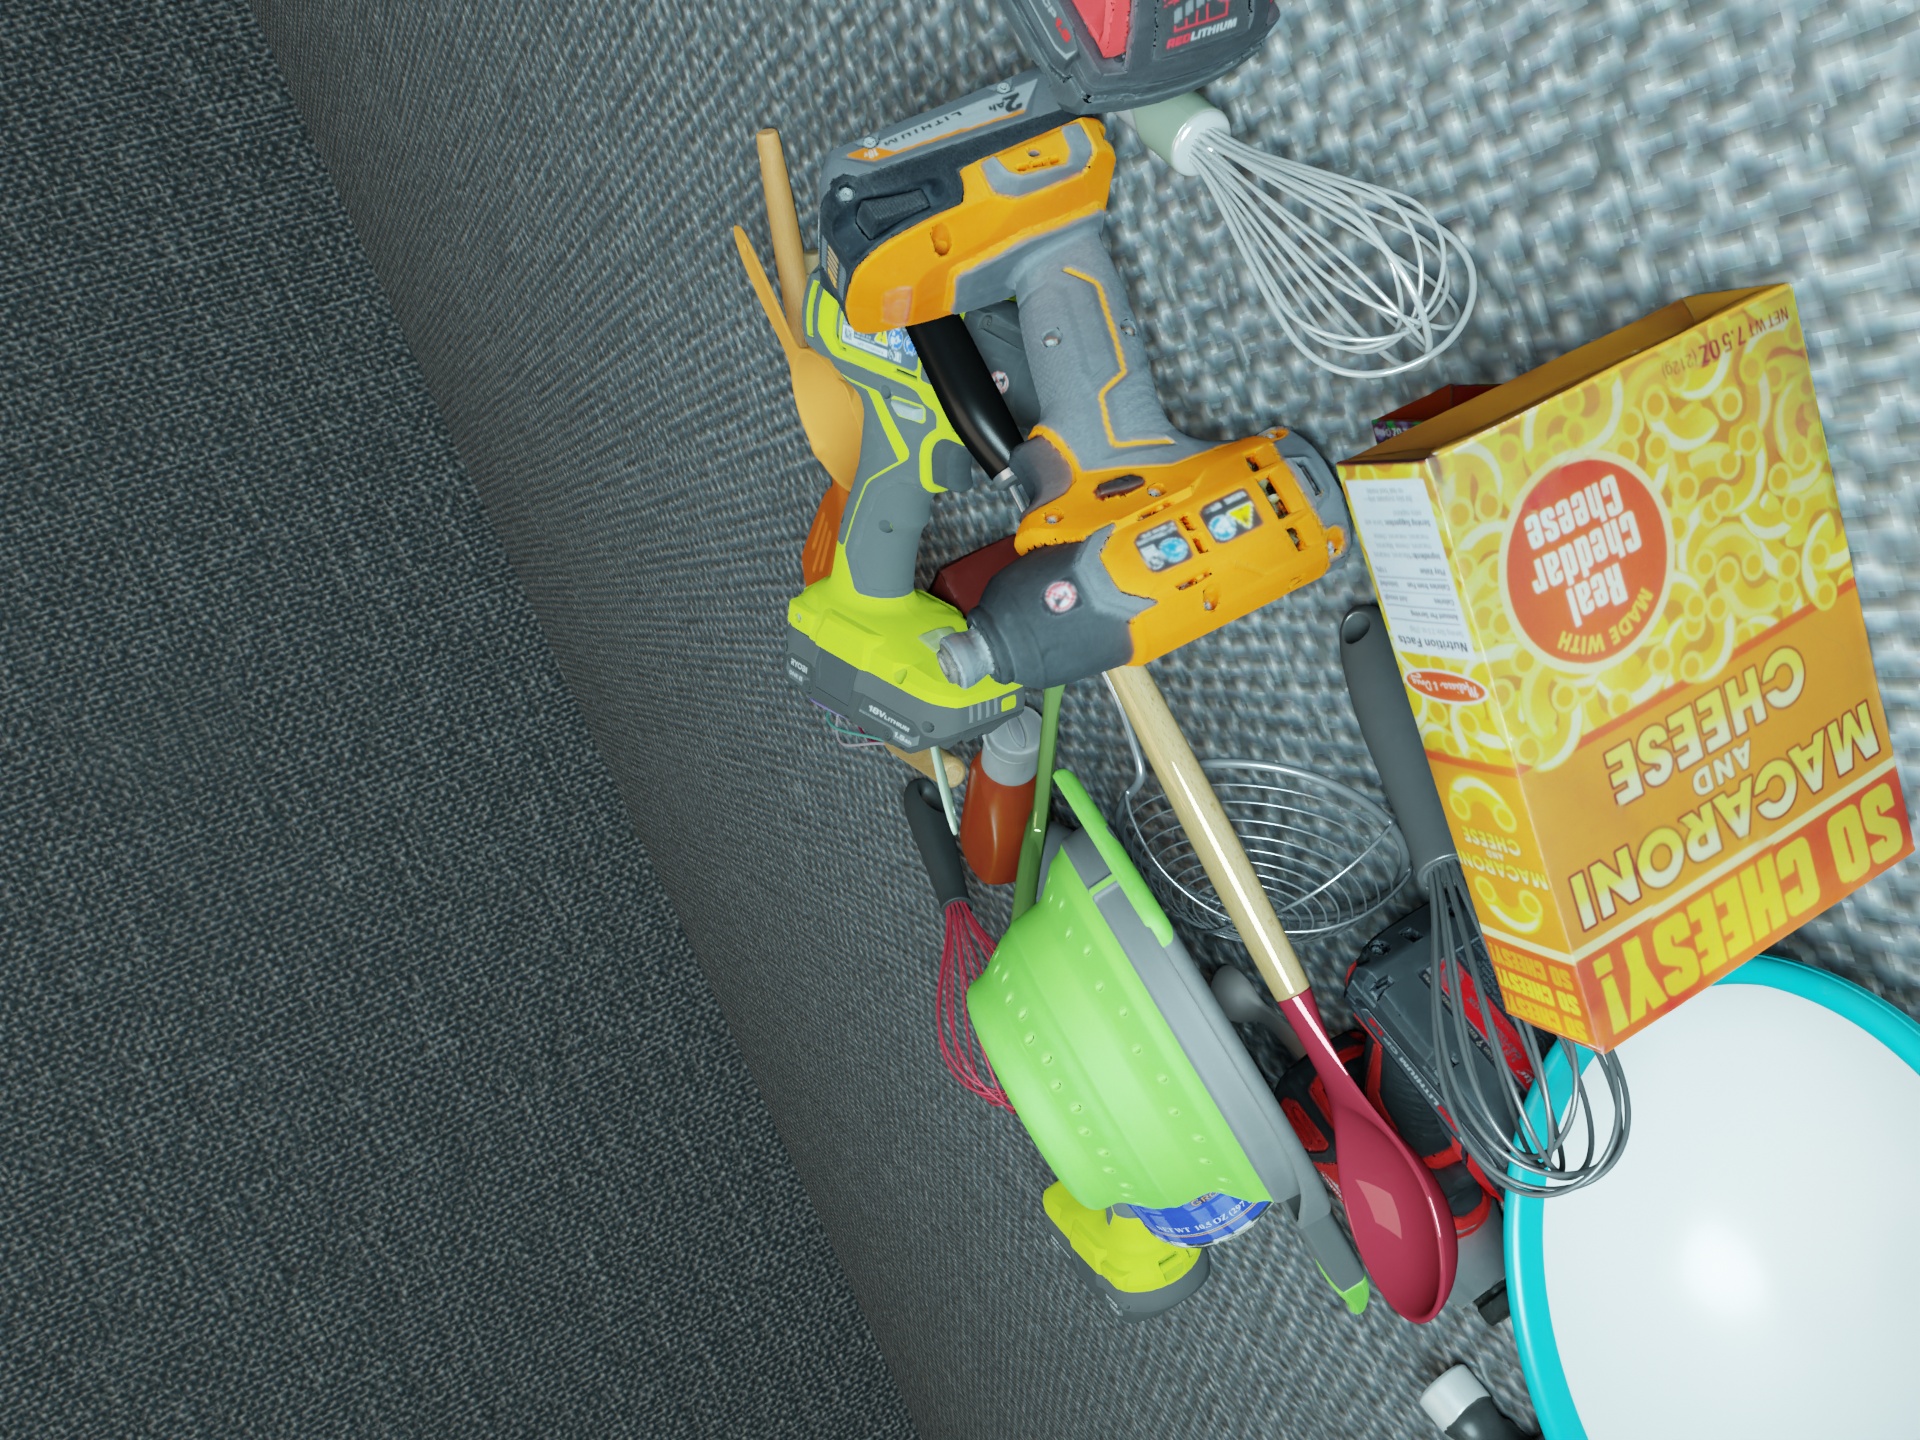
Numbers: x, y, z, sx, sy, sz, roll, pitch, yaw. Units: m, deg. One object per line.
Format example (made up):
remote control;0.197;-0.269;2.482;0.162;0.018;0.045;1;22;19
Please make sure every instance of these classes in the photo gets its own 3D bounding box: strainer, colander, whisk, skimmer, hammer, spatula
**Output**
strainer;0.255;0.232;0.496;0.211;0.095;0.340;-124;39;-58
colander;0.100;0.196;0.740;0.396;0.094;0.205;58;-178;-38
whisk;0.088;-0.197;0.555;0.247;0.059;0.057;54;-173;34
skimmer;0.071;-0.060;0.702;0.127;0.090;0.363;-32;84;50
hammer;0.282;0.301;0.688;0.146;0.035;0.334;49;159;35
whisk;0.170;0.049;0.549;0.055;0.055;0.239;90;173;-52
whisk;0.002;0.144;1.097;0.296;0.073;0.073;-109;9;-46
strainer;0.071;0.082;0.929;0.152;0.069;0.256;-70;-15;-62
spatula;-0.103;-0.213;1.017;0.081;0.041;0.322;-112;11;-50
whisk;-0.048;0.009;1.128;0.245;0.051;0.047;29;145;64

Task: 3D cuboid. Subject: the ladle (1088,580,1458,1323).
ladle;0.119;0.085;0.631;0.315;0.031;0.069;64;159;5

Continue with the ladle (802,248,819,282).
ladle;-0.070;-0.137;1.013;0.078;0.062;0.319;21;134;41

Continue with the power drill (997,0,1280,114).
power drill;0.086;-0.265;0.434;0.188;0.080;0.226;61;157;5

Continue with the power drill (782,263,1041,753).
power drill;-0.014;-0.105;0.794;0.171;0.080;0.223;30;123;34

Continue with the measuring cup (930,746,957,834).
measuring cup;-0.002;-0.003;0.945;0.083;0.038;0.168;67;-171;-49

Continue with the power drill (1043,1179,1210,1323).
power drill;0.090;0.285;1.114;0.191;0.080;0.228;30;139;57

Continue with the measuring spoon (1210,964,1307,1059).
measuring spoon;0.173;0.174;0.848;0.124;0.018;0.034;40;150;46

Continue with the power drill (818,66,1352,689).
power drill;0.028;-0.124;0.620;0.226;0.164;0.084;61;169;11

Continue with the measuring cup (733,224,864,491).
measuring cup;-0.074;-0.219;0.924;0.174;0.052;0.095;63;161;5

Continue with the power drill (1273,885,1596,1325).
power drill;0.209;0.174;0.677;0.143;0.078;0.219;54;162;27
